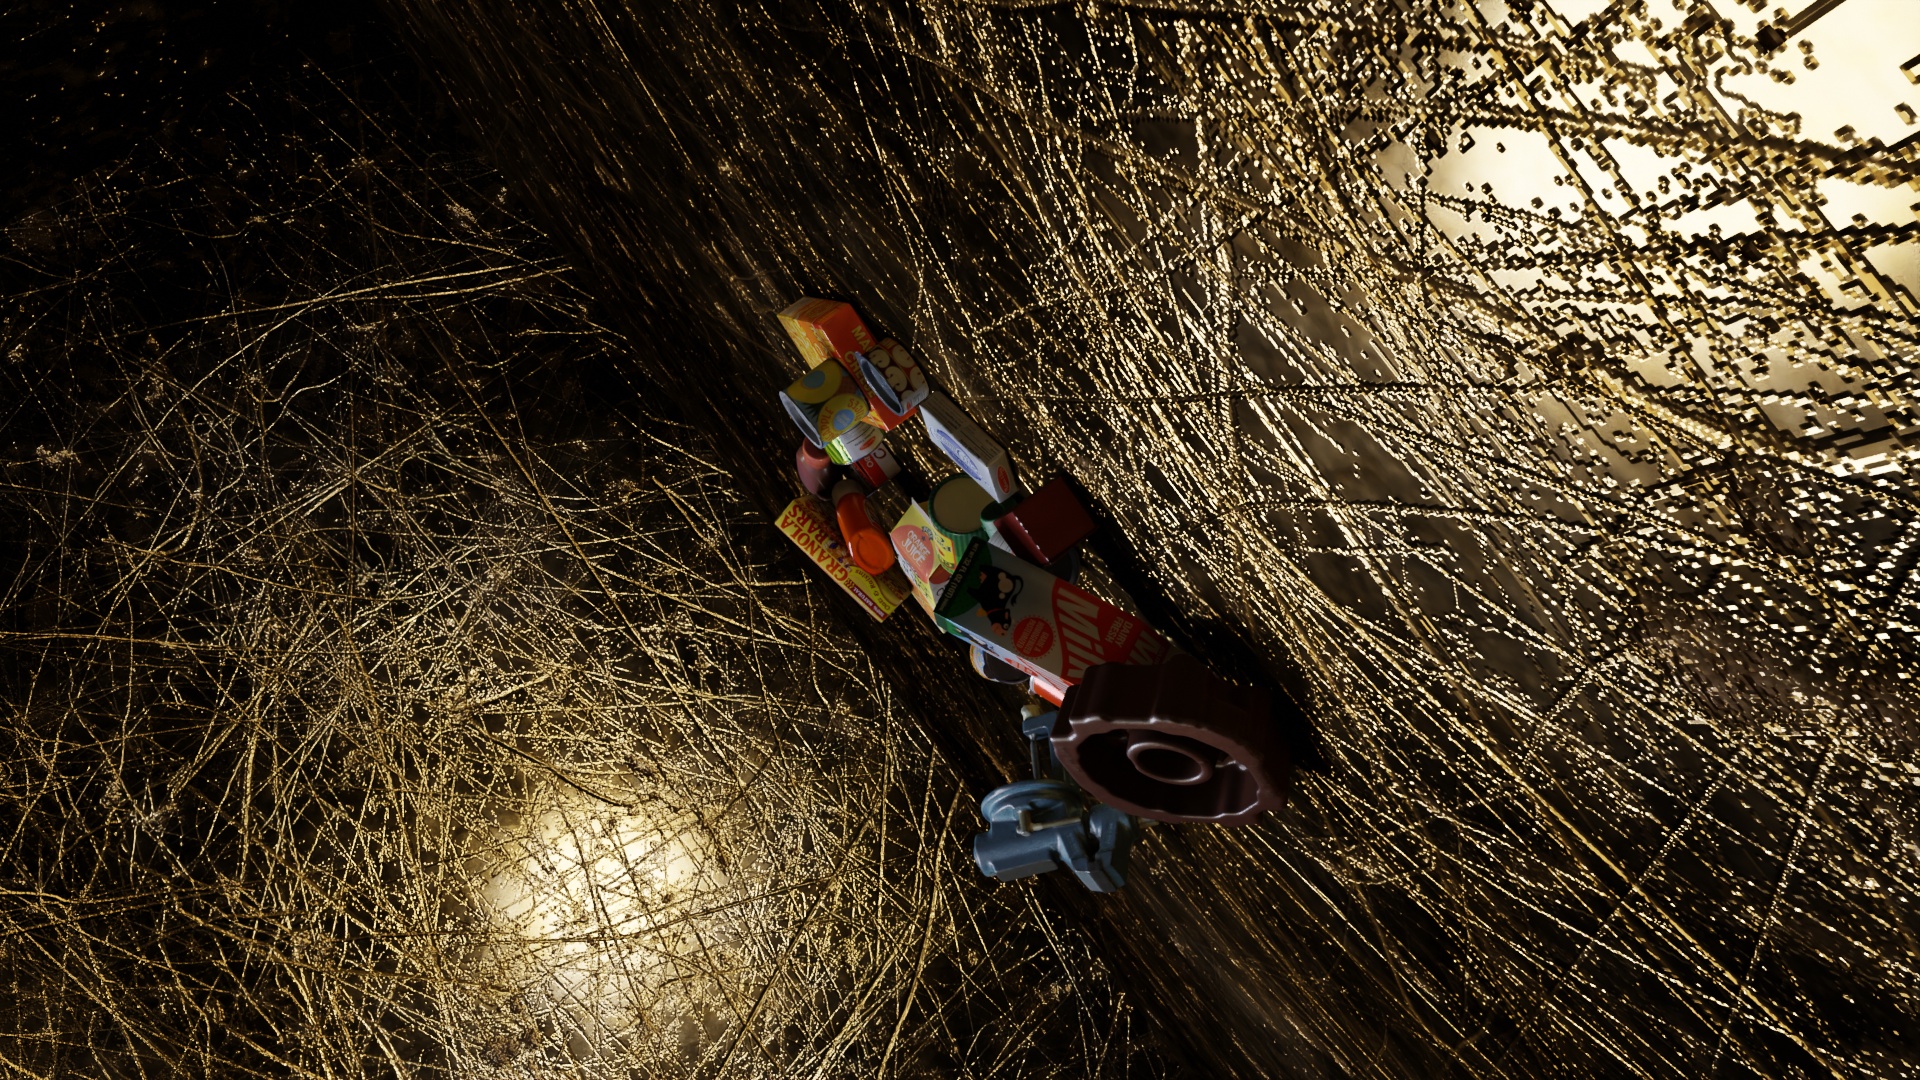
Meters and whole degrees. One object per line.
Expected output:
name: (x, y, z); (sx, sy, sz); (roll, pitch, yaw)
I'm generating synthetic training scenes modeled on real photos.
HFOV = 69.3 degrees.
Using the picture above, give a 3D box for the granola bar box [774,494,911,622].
granola bar box: (-0.131, 0.019, 1.594); (0.165, 0.039, 0.124); (43, -173, 0)

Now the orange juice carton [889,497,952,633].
orange juice carton: (-0.020, 0.020, 1.507); (0.072, 0.073, 0.192); (50, 168, 24)

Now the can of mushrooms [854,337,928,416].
can of mushrooms: (-0.062, -0.150, 1.251); (0.071, 0.033, 0.071); (50, 169, 13)

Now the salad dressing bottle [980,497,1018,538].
salad dressing bottle: (0.065, 0.028, 1.261); (0.147, 0.044, 0.064); (60, 180, -28)

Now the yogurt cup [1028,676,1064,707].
yogurt cup: (0.110, 0.136, 1.363); (0.054, 0.072, 0.072); (37, 162, 29)

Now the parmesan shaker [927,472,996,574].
parmesan shaker: (0.005, -0.016, 1.314); (0.071, 0.071, 0.102); (49, 168, 21)

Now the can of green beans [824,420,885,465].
can of green beans: (-0.124, -0.124, 1.499); (0.071, 0.071, 0.057); (35, 159, 57)

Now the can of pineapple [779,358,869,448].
can of pineapple: (-0.126, -0.128, 1.301); (0.071, 0.058, 0.070); (50, 169, 14)

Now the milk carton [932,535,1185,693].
milk carton: (0.078, 0.075, 1.103); (0.191, 0.072, 0.073); (26, 169, 8)

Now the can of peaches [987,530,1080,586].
can of peaches: (0.062, 0.022, 1.194); (0.071, 0.071, 0.058); (58, 168, -25)

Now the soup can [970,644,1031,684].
soup can: (0.048, 0.129, 1.571); (0.071, 0.071, 0.083); (54, 169, -3)

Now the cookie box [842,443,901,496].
cookie box: (-0.132, -0.112, 1.639); (0.123, 0.040, 0.167); (53, 169, -3)

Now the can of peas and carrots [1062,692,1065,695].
can of peas and carrots: (0.128, 0.132, 1.283); (0.071, 0.059, 0.070); (50, 168, 15)

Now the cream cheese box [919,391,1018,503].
cream cheese box: (0.007, -0.082, 1.206); (0.104, 0.024, 0.053); (45, 165, 36)

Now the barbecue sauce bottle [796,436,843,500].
barbecue sauce bottle: (-0.163, -0.091, 1.609); (0.065, 0.044, 0.148); (51, 169, 6)

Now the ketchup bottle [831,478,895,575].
ketchup bottle: (-0.114, -0.021, 1.554); (0.064, 0.043, 0.149); (57, -178, -32)

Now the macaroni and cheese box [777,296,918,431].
macaroni and cheese box: (-0.112, -0.176, 1.360); (0.123, 0.040, 0.166); (57, 169, -21)
